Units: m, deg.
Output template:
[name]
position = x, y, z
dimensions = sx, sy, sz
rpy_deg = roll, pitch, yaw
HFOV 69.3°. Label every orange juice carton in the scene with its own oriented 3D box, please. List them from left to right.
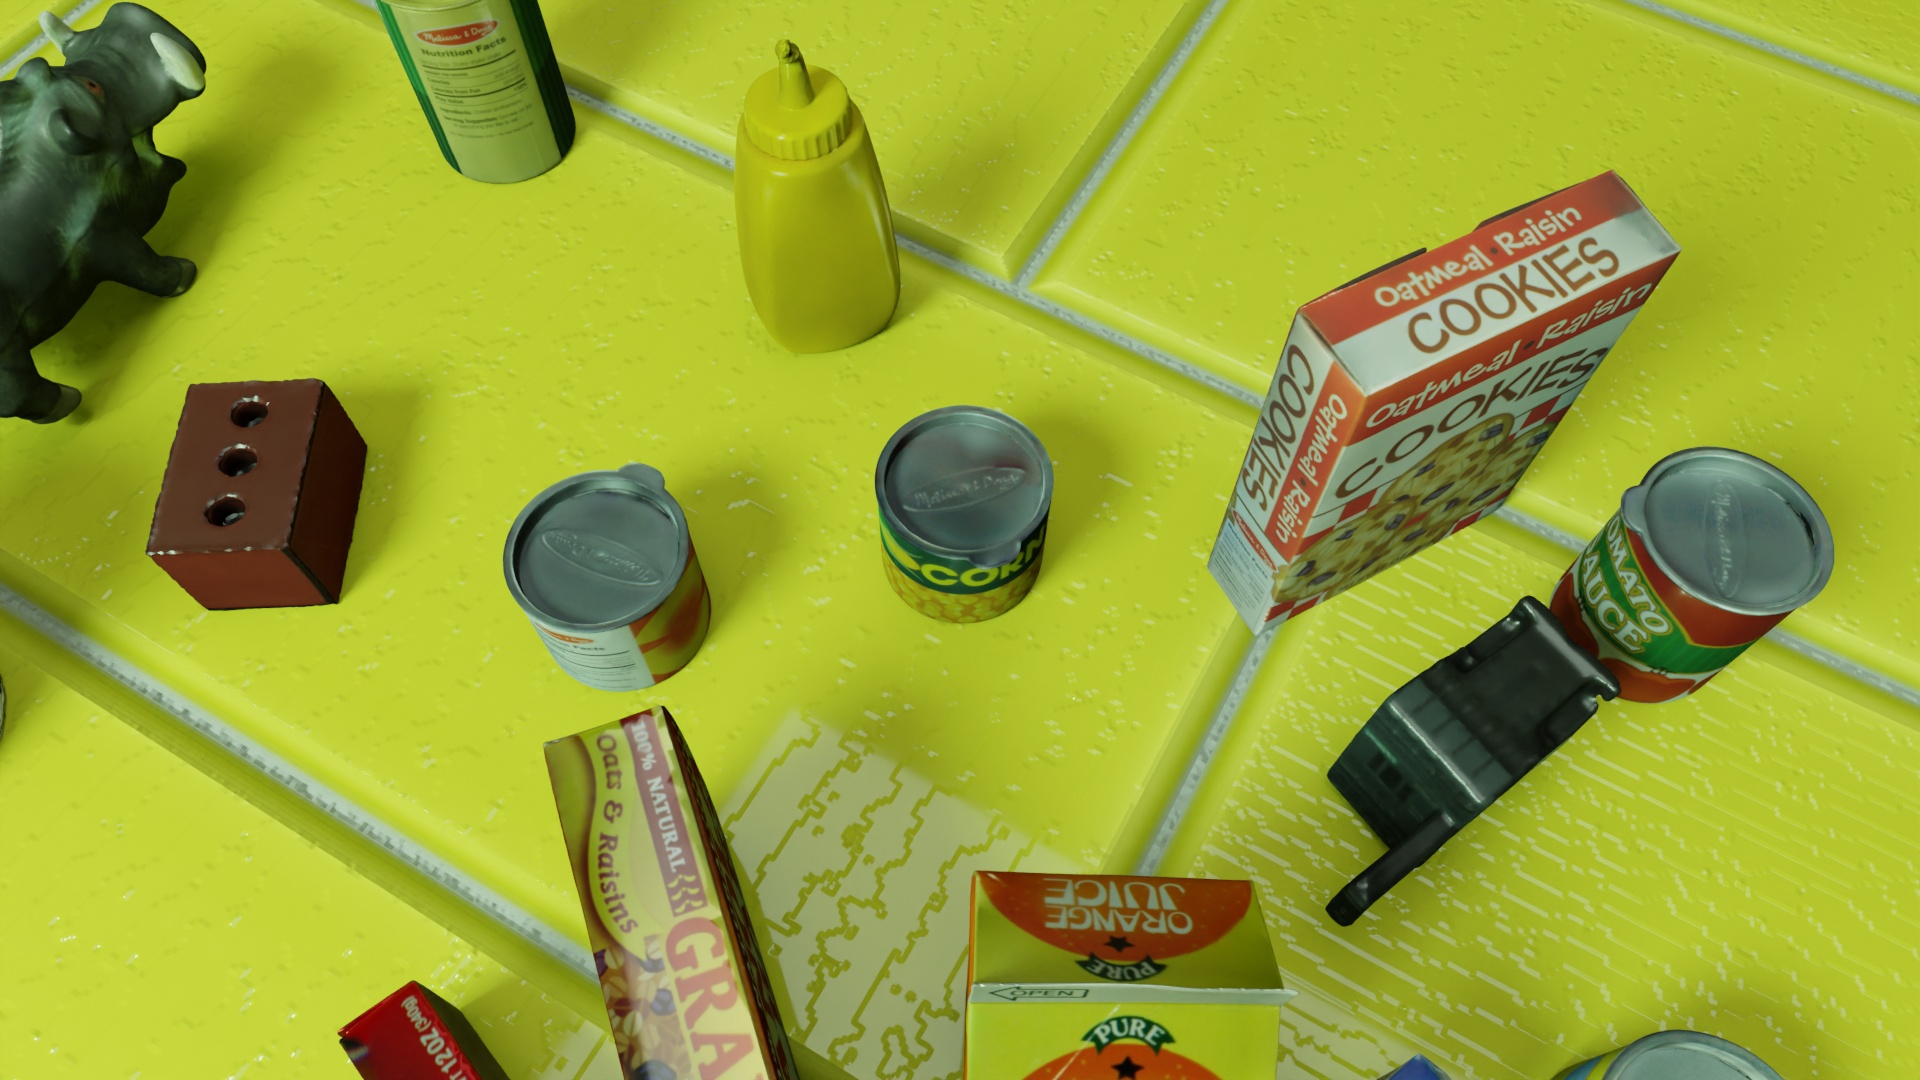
[orange juice carton]
position = 0.036, 0.140, 0.376
dimensions = 0.072, 0.191, 0.073
rpy_deg = 2, 61, 1

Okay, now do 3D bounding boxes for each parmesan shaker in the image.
[parmesan shaker]
position = -0.221, -0.220, 0.625
dimensions = 0.071, 0.102, 0.071
rpy_deg = 0, 61, 0

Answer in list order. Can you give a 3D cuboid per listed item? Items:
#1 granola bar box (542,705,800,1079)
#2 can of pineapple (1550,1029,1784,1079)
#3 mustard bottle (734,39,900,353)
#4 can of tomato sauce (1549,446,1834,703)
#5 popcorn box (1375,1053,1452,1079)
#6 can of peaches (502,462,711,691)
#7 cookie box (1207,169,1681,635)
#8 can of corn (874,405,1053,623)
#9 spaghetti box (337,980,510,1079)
[granola bar box]
position = -0.072, 0.147, 0.409
dimensions = 0.039, 0.123, 0.166
rpy_deg = -18, 63, -10
[can of pineapple]
position = 0.216, 0.191, 0.427
dimensions = 0.071, 0.057, 0.071
rpy_deg = 0, 61, -1
[mustard bottle]
position = -0.059, -0.138, 0.549
dimensions = 0.065, 0.159, 0.049
rpy_deg = -16, 62, -9
[can of tomato sauce]
position = 0.263, 0.015, 0.512
dimensions = 0.071, 0.082, 0.071
rpy_deg = 0, 61, 0
[popcorn box]
position = 0.090, 0.207, 0.400
dimensions = 0.127, 0.084, 0.038
rpy_deg = -32, 66, -17
[can of peaches]
position = -0.129, 0.014, 0.521
dimensions = 0.071, 0.057, 0.071
rpy_deg = 0, 61, -1
[cookie box]
position = 0.161, -0.042, 0.494
dimensions = 0.123, 0.166, 0.040
rpy_deg = -25, 64, -14
[can of corn]
position = 0.002, -0.007, 0.534
dimensions = 0.071, 0.058, 0.071
rpy_deg = 0, 61, -1
[spaghetti box]
position = -0.097, 0.235, 0.402
dimensions = 0.029, 0.050, 0.250
rpy_deg = -38, 68, -19
